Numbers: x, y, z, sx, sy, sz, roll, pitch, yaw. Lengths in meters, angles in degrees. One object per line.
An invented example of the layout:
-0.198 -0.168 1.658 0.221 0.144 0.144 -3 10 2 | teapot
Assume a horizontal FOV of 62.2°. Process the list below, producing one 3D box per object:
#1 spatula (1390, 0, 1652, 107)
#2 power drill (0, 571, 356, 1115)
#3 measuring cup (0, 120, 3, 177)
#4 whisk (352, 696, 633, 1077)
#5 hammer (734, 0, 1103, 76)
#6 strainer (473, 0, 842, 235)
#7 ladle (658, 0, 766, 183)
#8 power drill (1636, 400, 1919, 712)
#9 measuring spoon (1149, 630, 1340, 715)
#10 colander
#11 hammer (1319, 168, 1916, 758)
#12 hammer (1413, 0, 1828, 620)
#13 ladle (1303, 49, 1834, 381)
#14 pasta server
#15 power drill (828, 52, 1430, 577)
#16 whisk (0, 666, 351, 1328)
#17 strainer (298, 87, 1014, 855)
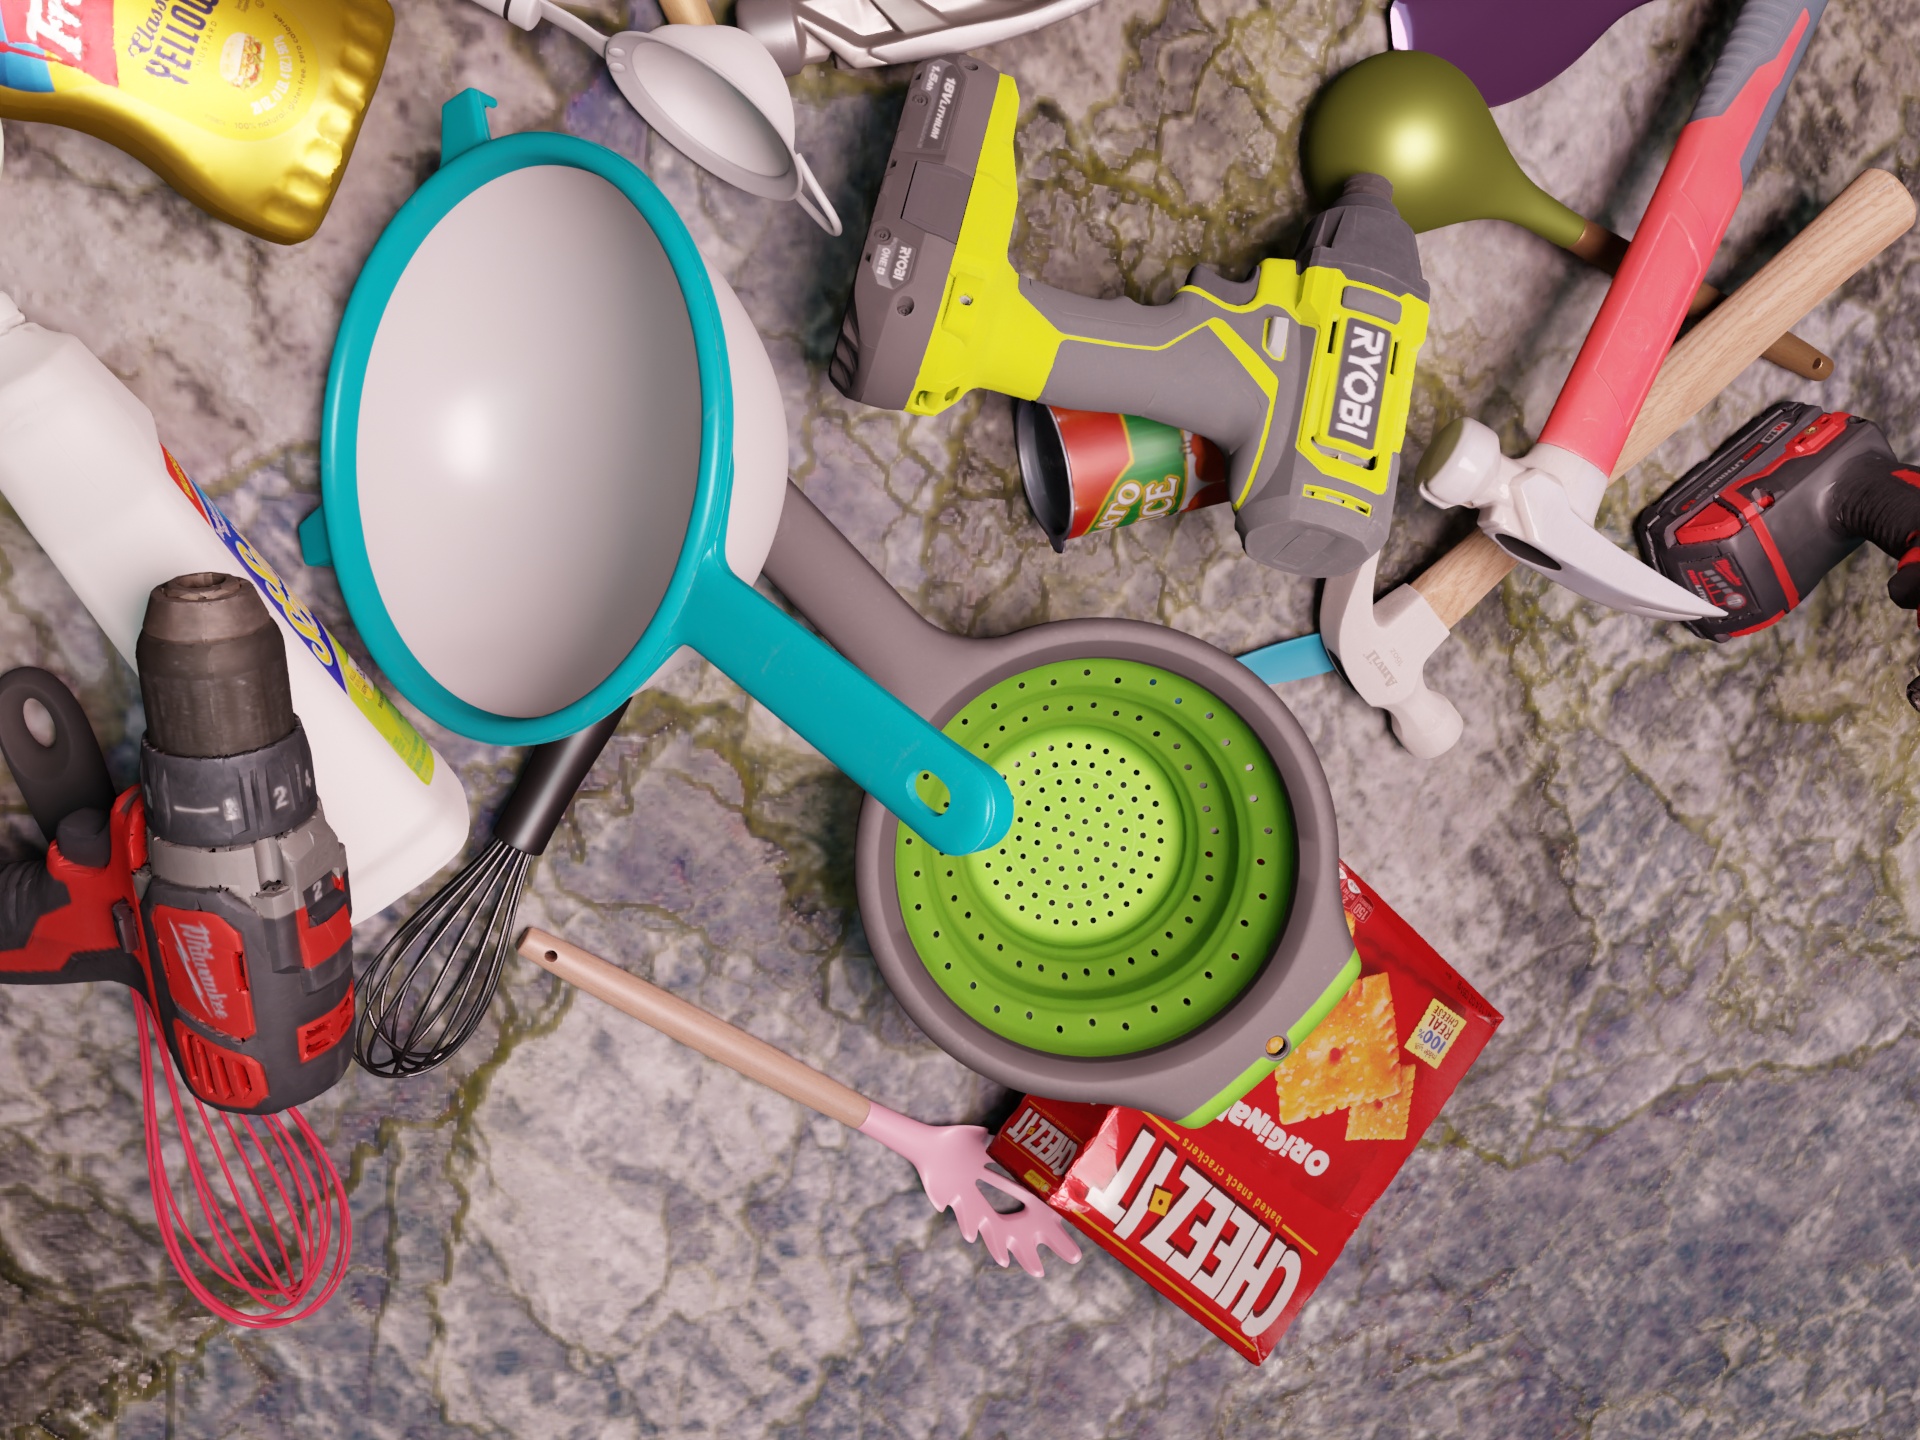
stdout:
0.338 -0.340 0.725 0.316 0.018 0.059 -19 114 -9 | spatula
-0.317 0.032 0.547 0.227 0.080 0.187 8 114 12 | power drill
-0.345 -0.236 0.550 0.083 0.038 0.167 38 76 -27 | measuring cup
-0.189 0.049 0.672 0.055 0.055 0.239 28 92 -22 | whisk
-0.040 -0.412 0.532 0.149 0.037 0.358 -12 122 -1 | hammer
-0.149 -0.260 0.579 0.258 0.087 0.050 26 82 -11 | strainer
-0.138 -0.349 0.577 0.069 0.031 0.315 -29 114 -11 | ladle
0.424 -0.072 0.720 0.143 0.220 0.078 -39 113 -2 | power drill
0.139 -0.028 0.764 0.128 0.021 0.042 -13 110 -22 | measuring spoon
-0.001 -0.002 0.698 0.204 0.094 0.397 -44 95 0 | colander
0.304 -0.132 0.744 0.331 0.031 0.130 -43 119 6 | hammer
0.339 -0.235 0.692 0.143 0.038 0.386 28 84 -9 | hammer
0.295 -0.220 0.742 0.320 0.062 0.078 15 105 -27 | ladle
-0.066 0.176 0.749 0.316 0.040 0.060 33 82 -21 | pasta server
0.073 -0.167 0.628 0.223 0.080 0.171 16 72 -9 | power drill
-0.323 0.118 0.647 0.073 0.073 0.295 -19 104 -10 | whisk
-0.090 -0.063 0.557 0.095 0.341 0.211 -4 126 -56 | strainer
